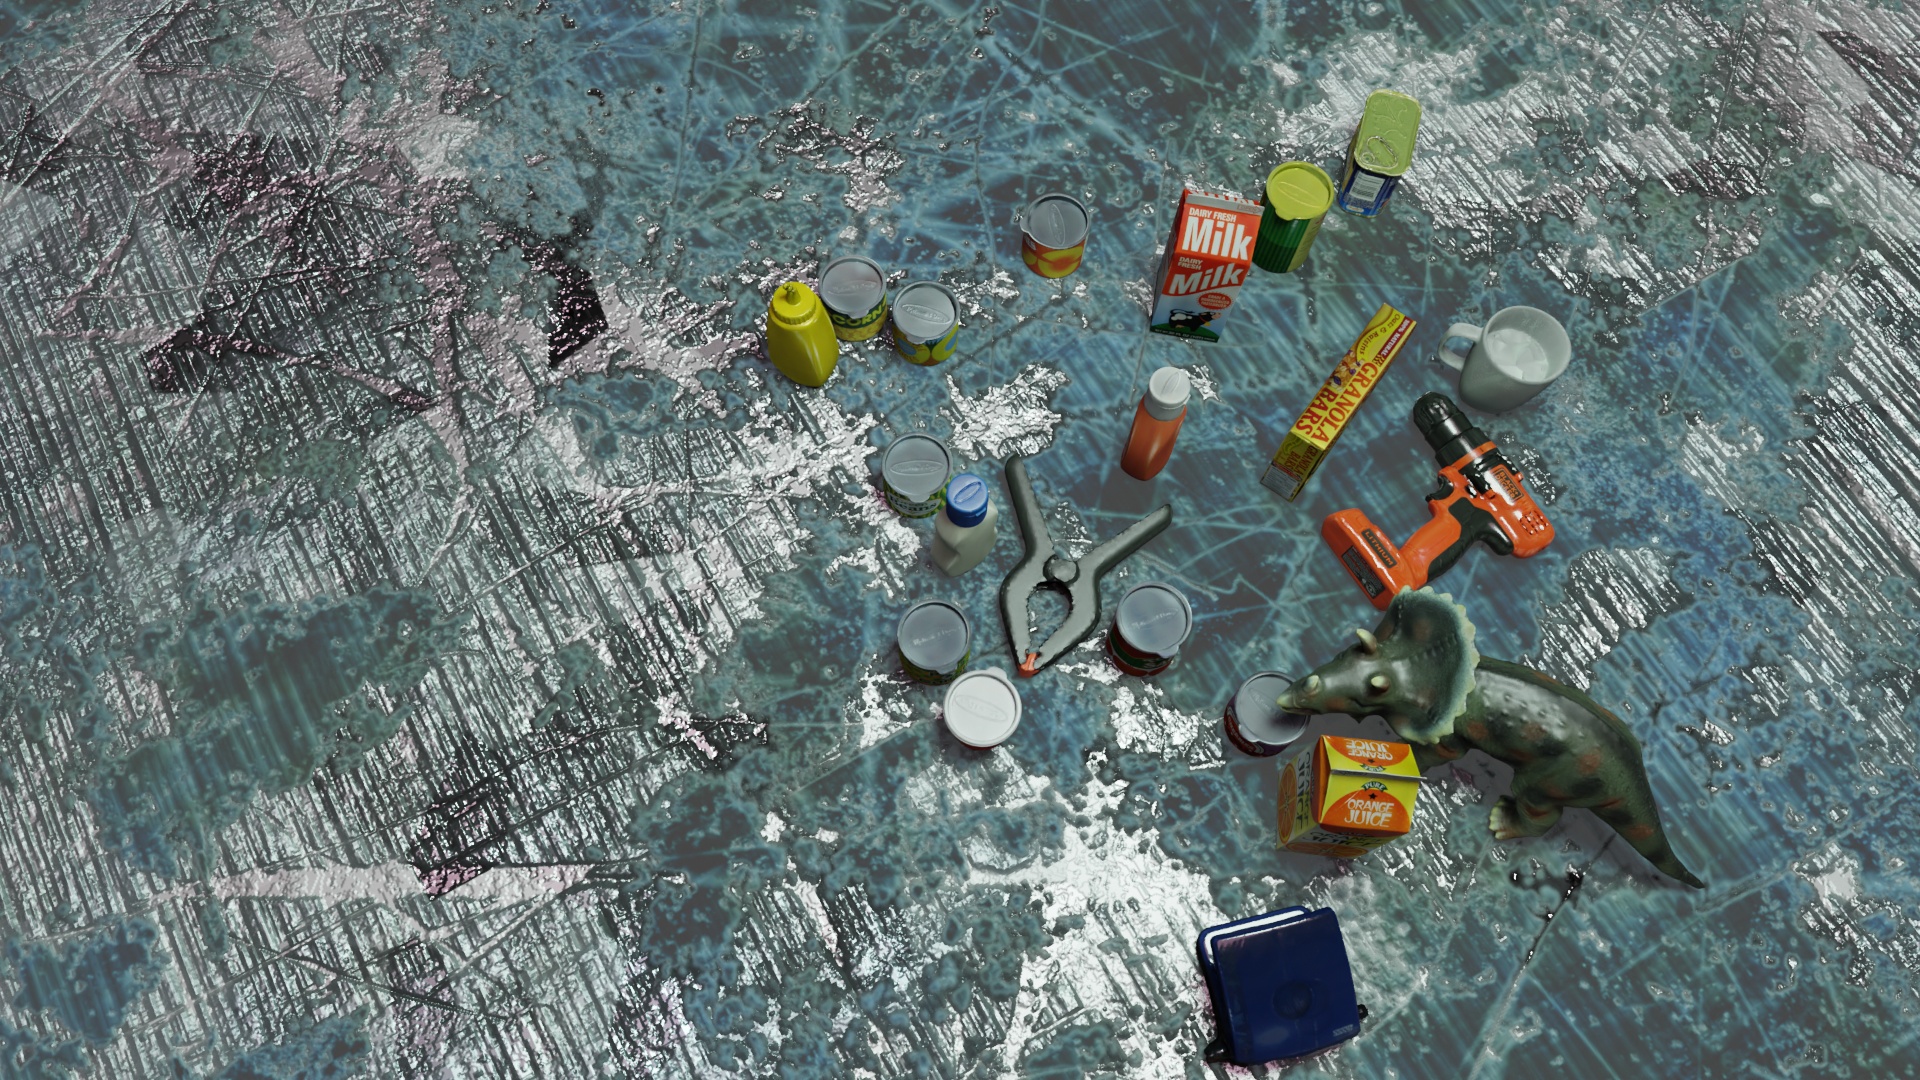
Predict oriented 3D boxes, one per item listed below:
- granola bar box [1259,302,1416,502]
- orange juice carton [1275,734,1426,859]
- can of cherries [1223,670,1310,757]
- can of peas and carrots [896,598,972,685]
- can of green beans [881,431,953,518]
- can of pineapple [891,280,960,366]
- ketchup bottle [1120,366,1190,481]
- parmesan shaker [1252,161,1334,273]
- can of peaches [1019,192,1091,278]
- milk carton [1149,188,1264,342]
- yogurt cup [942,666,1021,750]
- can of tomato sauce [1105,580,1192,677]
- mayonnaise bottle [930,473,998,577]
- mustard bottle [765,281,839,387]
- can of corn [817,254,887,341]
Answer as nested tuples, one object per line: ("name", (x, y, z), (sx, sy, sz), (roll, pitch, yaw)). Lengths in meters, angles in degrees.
("granola bar box", (0.354, -0.127, 1.303), (0.039, 0.123, 0.166), (35, 72, 11))
("orange juice carton", (0.315, 0.209, 1.136), (0.072, 0.192, 0.073), (7, 69, 1))
("can of cherries", (0.268, 0.155, 1.227), (0.071, 0.058, 0.072), (1, 69, -1))
("can of peas and carrots", (-0.022, 0.094, 1.243), (0.071, 0.058, 0.071), (1, 69, -1))
("can of green beans", (-0.041, -0.060, 1.302), (0.071, 0.057, 0.071), (1, 69, -1))
("can of pineapple", (-0.035, -0.211, 1.360), (0.071, 0.057, 0.071), (1, 69, -1))
("ketchup bottle", (0.182, -0.110, 1.279), (0.043, 0.148, 0.065), (30, 72, 9))
("parmesan shaker", (0.326, -0.319, 1.388), (0.071, 0.102, 0.071), (1, 69, -1))
("can of peaches", (0.093, -0.307, 1.401), (0.071, 0.058, 0.071), (1, 69, -1))
("milk carton", (0.233, -0.269, 1.319), (0.072, 0.190, 0.074), (10, 69, 2))
("yogurt cup", (0.018, 0.153, 1.224), (0.072, 0.053, 0.072), (1, 69, -1))
("can of tomato sauce", (0.168, 0.082, 1.239), (0.071, 0.082, 0.071), (1, 69, -1))
("mayonnaise bottle", (0.004, -0.016, 1.238), (0.065, 0.147, 0.041), (-37, 75, -14))
("mustard bottle", (-0.150, -0.200, 1.298), (0.065, 0.159, 0.049), (23, 71, 7))
("can of corn", (-0.105, -0.236, 1.368), (0.071, 0.058, 0.071), (1, 69, -1))
